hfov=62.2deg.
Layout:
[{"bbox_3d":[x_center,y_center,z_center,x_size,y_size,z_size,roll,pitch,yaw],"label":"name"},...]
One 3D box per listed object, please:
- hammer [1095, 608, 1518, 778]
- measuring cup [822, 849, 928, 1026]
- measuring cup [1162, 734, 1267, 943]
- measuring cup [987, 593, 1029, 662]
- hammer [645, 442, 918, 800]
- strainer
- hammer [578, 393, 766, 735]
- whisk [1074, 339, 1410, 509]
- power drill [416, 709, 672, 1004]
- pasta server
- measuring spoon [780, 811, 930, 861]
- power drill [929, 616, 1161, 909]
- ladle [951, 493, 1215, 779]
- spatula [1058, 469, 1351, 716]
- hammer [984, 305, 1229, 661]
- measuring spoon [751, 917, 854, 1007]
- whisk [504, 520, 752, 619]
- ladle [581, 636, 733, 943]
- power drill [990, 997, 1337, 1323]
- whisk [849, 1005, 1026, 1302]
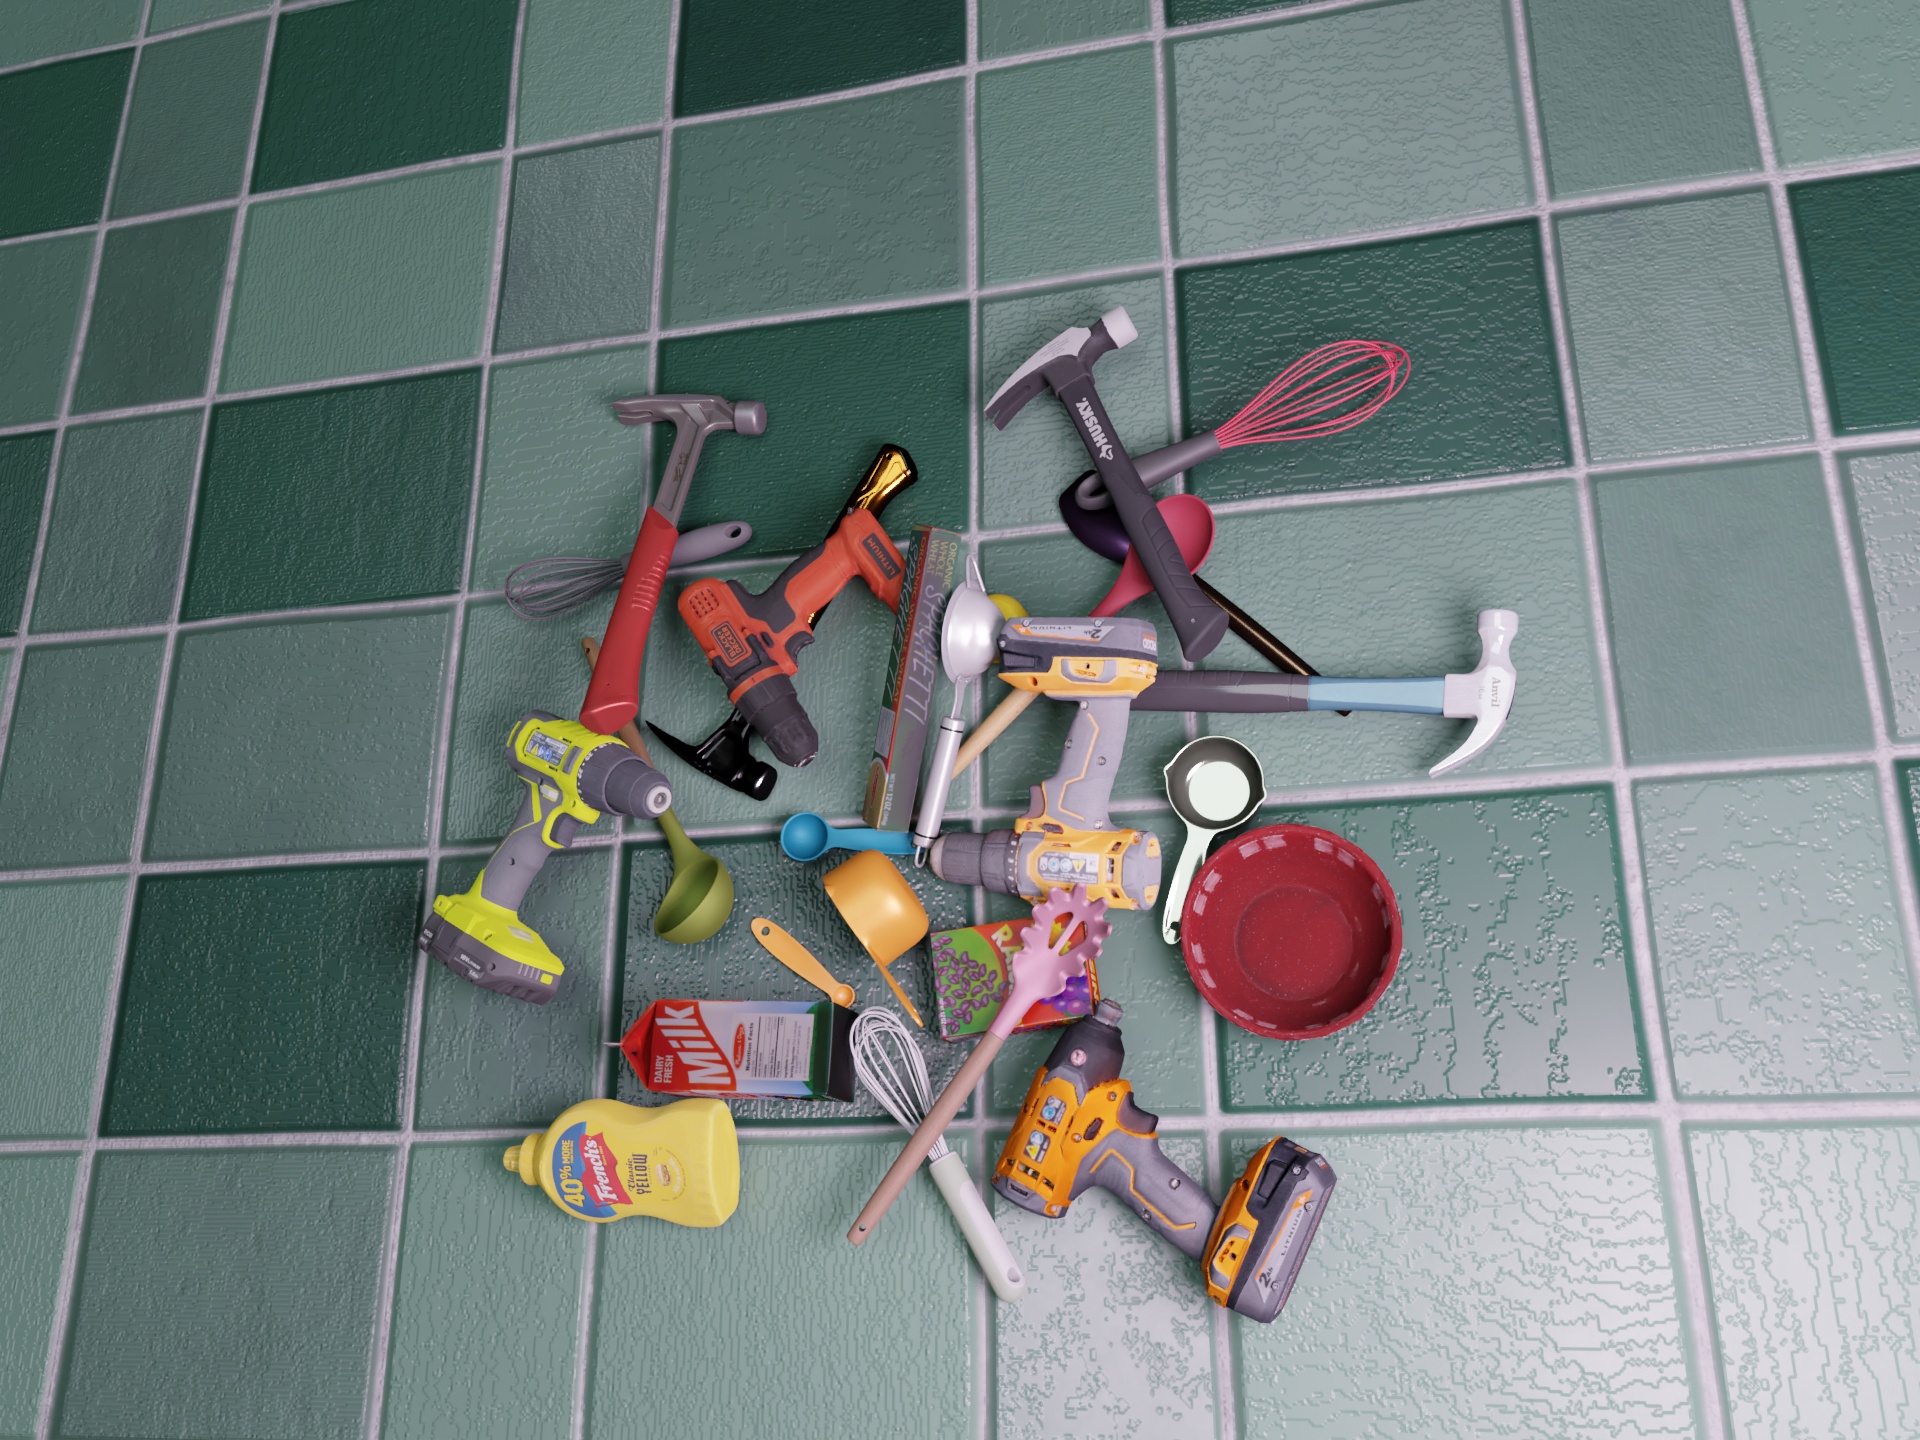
[{"bbox_3d":[0.261,-0.023,1.248,0.331,0.033,0.128,2,81,22],"label":"hammer"},{"bbox_3d":[-0.047,0.167,1.234,0.052,0.095,0.174,-37,40,-2],"label":"measuring cup"},{"bbox_3d":[0.189,0.095,1.247,0.083,0.038,0.167,15,82,18],"label":"measuring cup"},{"bbox_3d":[-0.012,-0.099,1.364,0.156,0.029,0.062,24,80,20],"label":"measuring cup"},{"bbox_3d":[-0.142,-0.100,1.398,0.127,0.034,0.337,27,81,20],"label":"hammer"},{"bbox_3d":[-0.002,-0.004,1.291,0.050,0.086,0.258,16,96,27],"label":"strainer"},{"bbox_3d":[-0.280,-0.148,1.401,0.149,0.036,0.359,2,58,13],"label":"hammer"},{"bbox_3d":[0.233,-0.242,1.330,0.296,0.073,0.073,-23,68,11],"label":"whisk"},{"bbox_3d":[-0.343,0.114,1.329,0.191,0.080,0.228,19,80,41],"label":"power drill"},{"bbox_3d":[0.010,0.258,1.192,0.060,0.040,0.316,35,84,10],"label":"pasta server"},{"bbox_3d":[-0.086,0.102,1.329,0.128,0.021,0.042,3,73,6],"label":"measuring spoon"},{"bbox_3d":[0.068,0.034,1.259,0.185,0.084,0.226,1,88,23],"label":"power drill"},{"bbox_3d":[0.093,-0.062,1.317,0.315,0.031,0.069,-46,64,3],"label":"ladle"},{"bbox_3d":[0.200,-0.104,1.317,0.060,0.018,0.316,-45,66,-6],"label":"spatula"},{"bbox_3d":[0.132,-0.187,1.308,0.146,0.035,0.335,-29,60,13],"label":"hammer"},{"bbox_3d":[-0.130,0.199,1.310,0.117,0.011,0.021,35,82,26],"label":"measuring spoon"},{"bbox_3d":[-0.304,-0.143,1.451,0.239,0.055,0.055,-15,69,5],"label":"whisk"},{"bbox_3d":[-0.276,0.051,1.372,0.078,0.062,0.320,-38,63,18],"label":"ladle"},{"bbox_3d":[0.150,0.313,1.151,0.227,0.084,0.164,22,88,23],"label":"power drill"},{"bbox_3d":[-0.017,0.329,1.218,0.059,0.057,0.246,-45,67,35],"label":"whisk"}]
